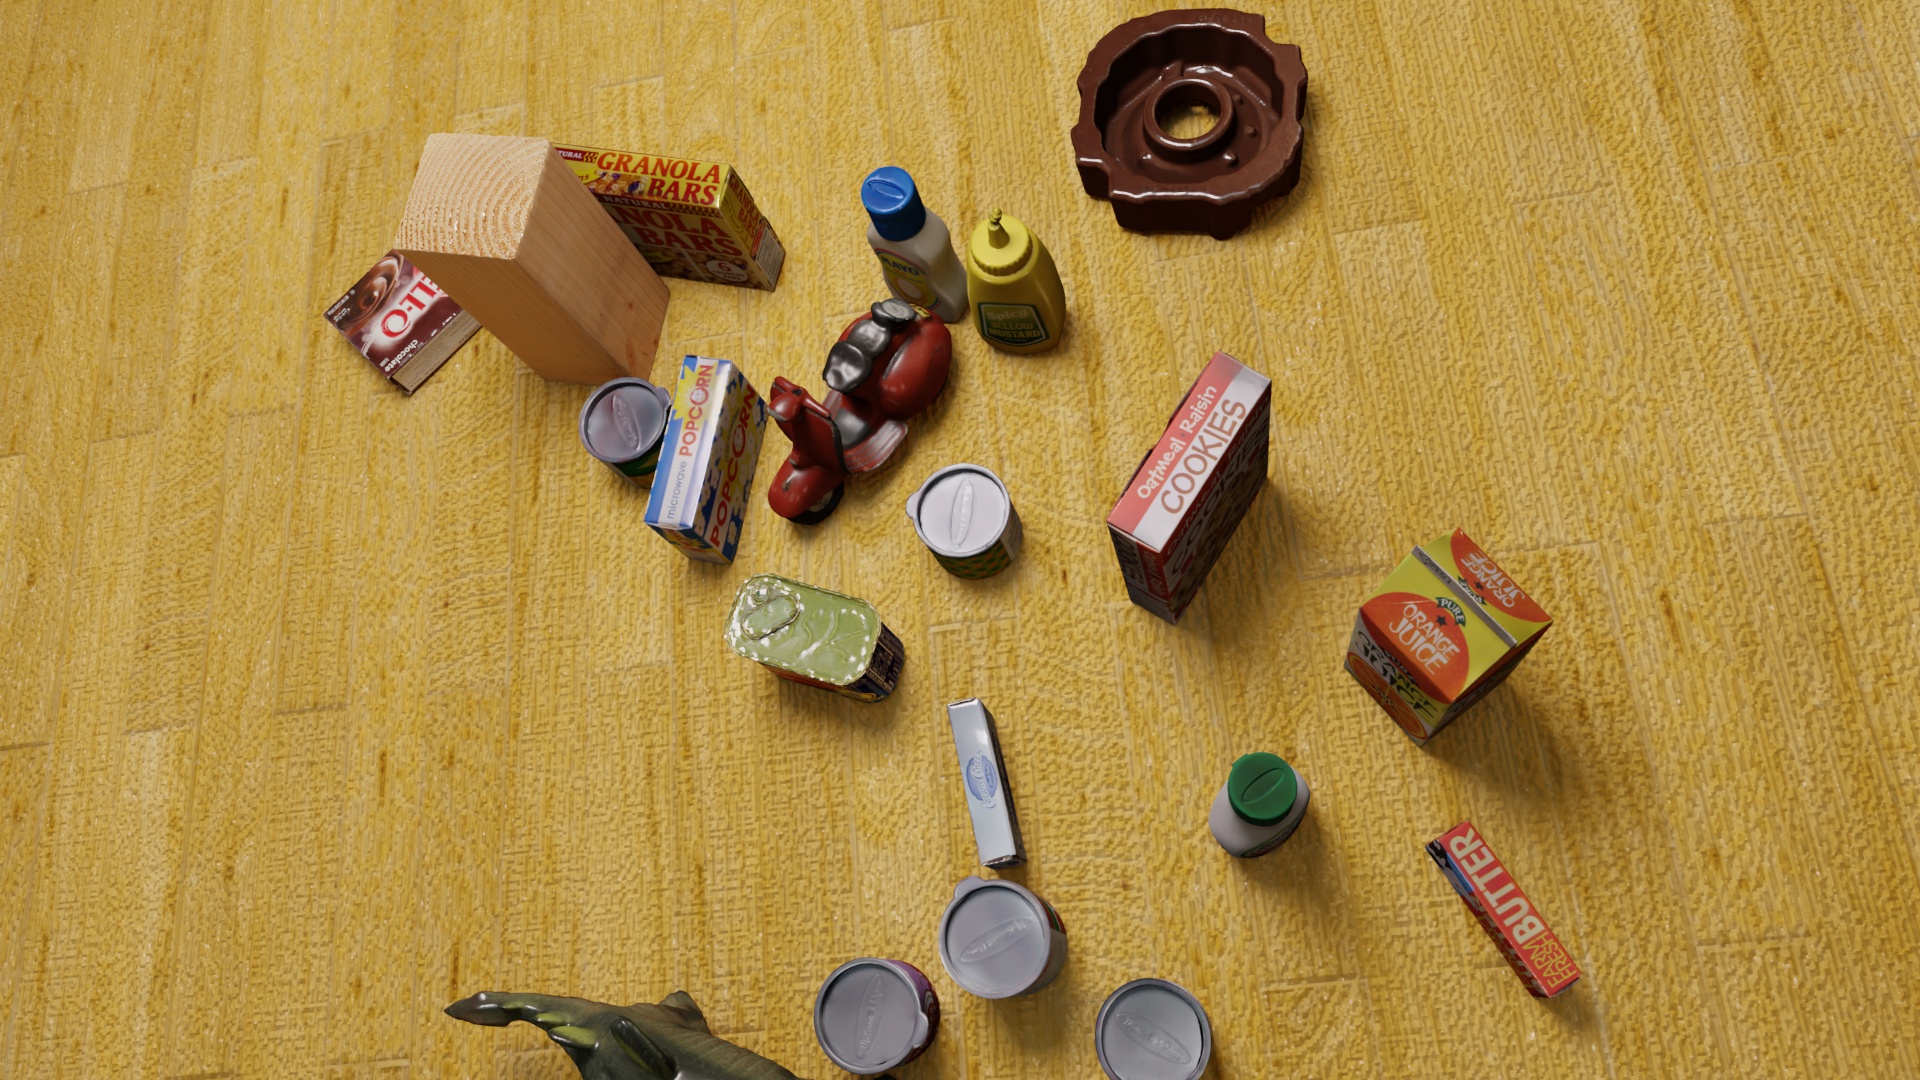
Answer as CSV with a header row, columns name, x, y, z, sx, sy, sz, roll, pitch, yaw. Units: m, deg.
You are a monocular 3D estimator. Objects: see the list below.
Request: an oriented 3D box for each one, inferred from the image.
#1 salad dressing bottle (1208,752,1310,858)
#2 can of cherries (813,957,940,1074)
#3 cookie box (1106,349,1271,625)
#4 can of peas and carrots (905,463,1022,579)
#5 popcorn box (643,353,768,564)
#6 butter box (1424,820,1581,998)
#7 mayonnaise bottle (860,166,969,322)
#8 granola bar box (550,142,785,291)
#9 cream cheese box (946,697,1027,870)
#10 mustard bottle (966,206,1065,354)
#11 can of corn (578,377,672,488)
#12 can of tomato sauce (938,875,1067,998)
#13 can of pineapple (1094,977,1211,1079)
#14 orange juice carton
name,x,y,z,sx,sy,sz,roll,pitch,yaw
salad dressing bottle,0.174,0.152,0.804,0.064,0.147,0.044,-37,69,-2
can of cherries,-0.048,0.291,0.851,0.071,0.058,0.071,-3,71,11
cookie box,0.144,-0.027,0.860,0.040,0.167,0.123,30,80,19
can of peas and carrots,0.003,-0.012,0.942,0.071,0.058,0.071,-3,71,11
popcorn box,-0.177,-0.055,0.979,0.038,0.085,0.127,6,73,14
butter box,0.313,0.214,0.806,0.024,0.053,0.104,-32,69,0
mayonnaise bottle,-0.034,-0.205,0.966,0.065,0.147,0.041,25,79,18
granola bar box,-0.227,-0.240,1.031,0.165,0.124,0.039,11,75,15
cream cheese box,0.017,0.156,0.886,0.024,0.053,0.104,-16,69,6
mustard bottle,0.033,-0.178,0.937,0.065,0.160,0.049,3,73,13
can of corn,-0.233,-0.079,1.013,0.071,0.058,0.071,-3,71,11
can of tomato sauce,0.026,0.240,0.840,0.071,0.083,0.071,-3,71,11
can of pineapple,0.113,0.293,0.817,0.071,0.057,0.071,-3,71,11
orange juice carton,0.275,0.055,0.792,0.073,0.192,0.072,-39,69,-2
